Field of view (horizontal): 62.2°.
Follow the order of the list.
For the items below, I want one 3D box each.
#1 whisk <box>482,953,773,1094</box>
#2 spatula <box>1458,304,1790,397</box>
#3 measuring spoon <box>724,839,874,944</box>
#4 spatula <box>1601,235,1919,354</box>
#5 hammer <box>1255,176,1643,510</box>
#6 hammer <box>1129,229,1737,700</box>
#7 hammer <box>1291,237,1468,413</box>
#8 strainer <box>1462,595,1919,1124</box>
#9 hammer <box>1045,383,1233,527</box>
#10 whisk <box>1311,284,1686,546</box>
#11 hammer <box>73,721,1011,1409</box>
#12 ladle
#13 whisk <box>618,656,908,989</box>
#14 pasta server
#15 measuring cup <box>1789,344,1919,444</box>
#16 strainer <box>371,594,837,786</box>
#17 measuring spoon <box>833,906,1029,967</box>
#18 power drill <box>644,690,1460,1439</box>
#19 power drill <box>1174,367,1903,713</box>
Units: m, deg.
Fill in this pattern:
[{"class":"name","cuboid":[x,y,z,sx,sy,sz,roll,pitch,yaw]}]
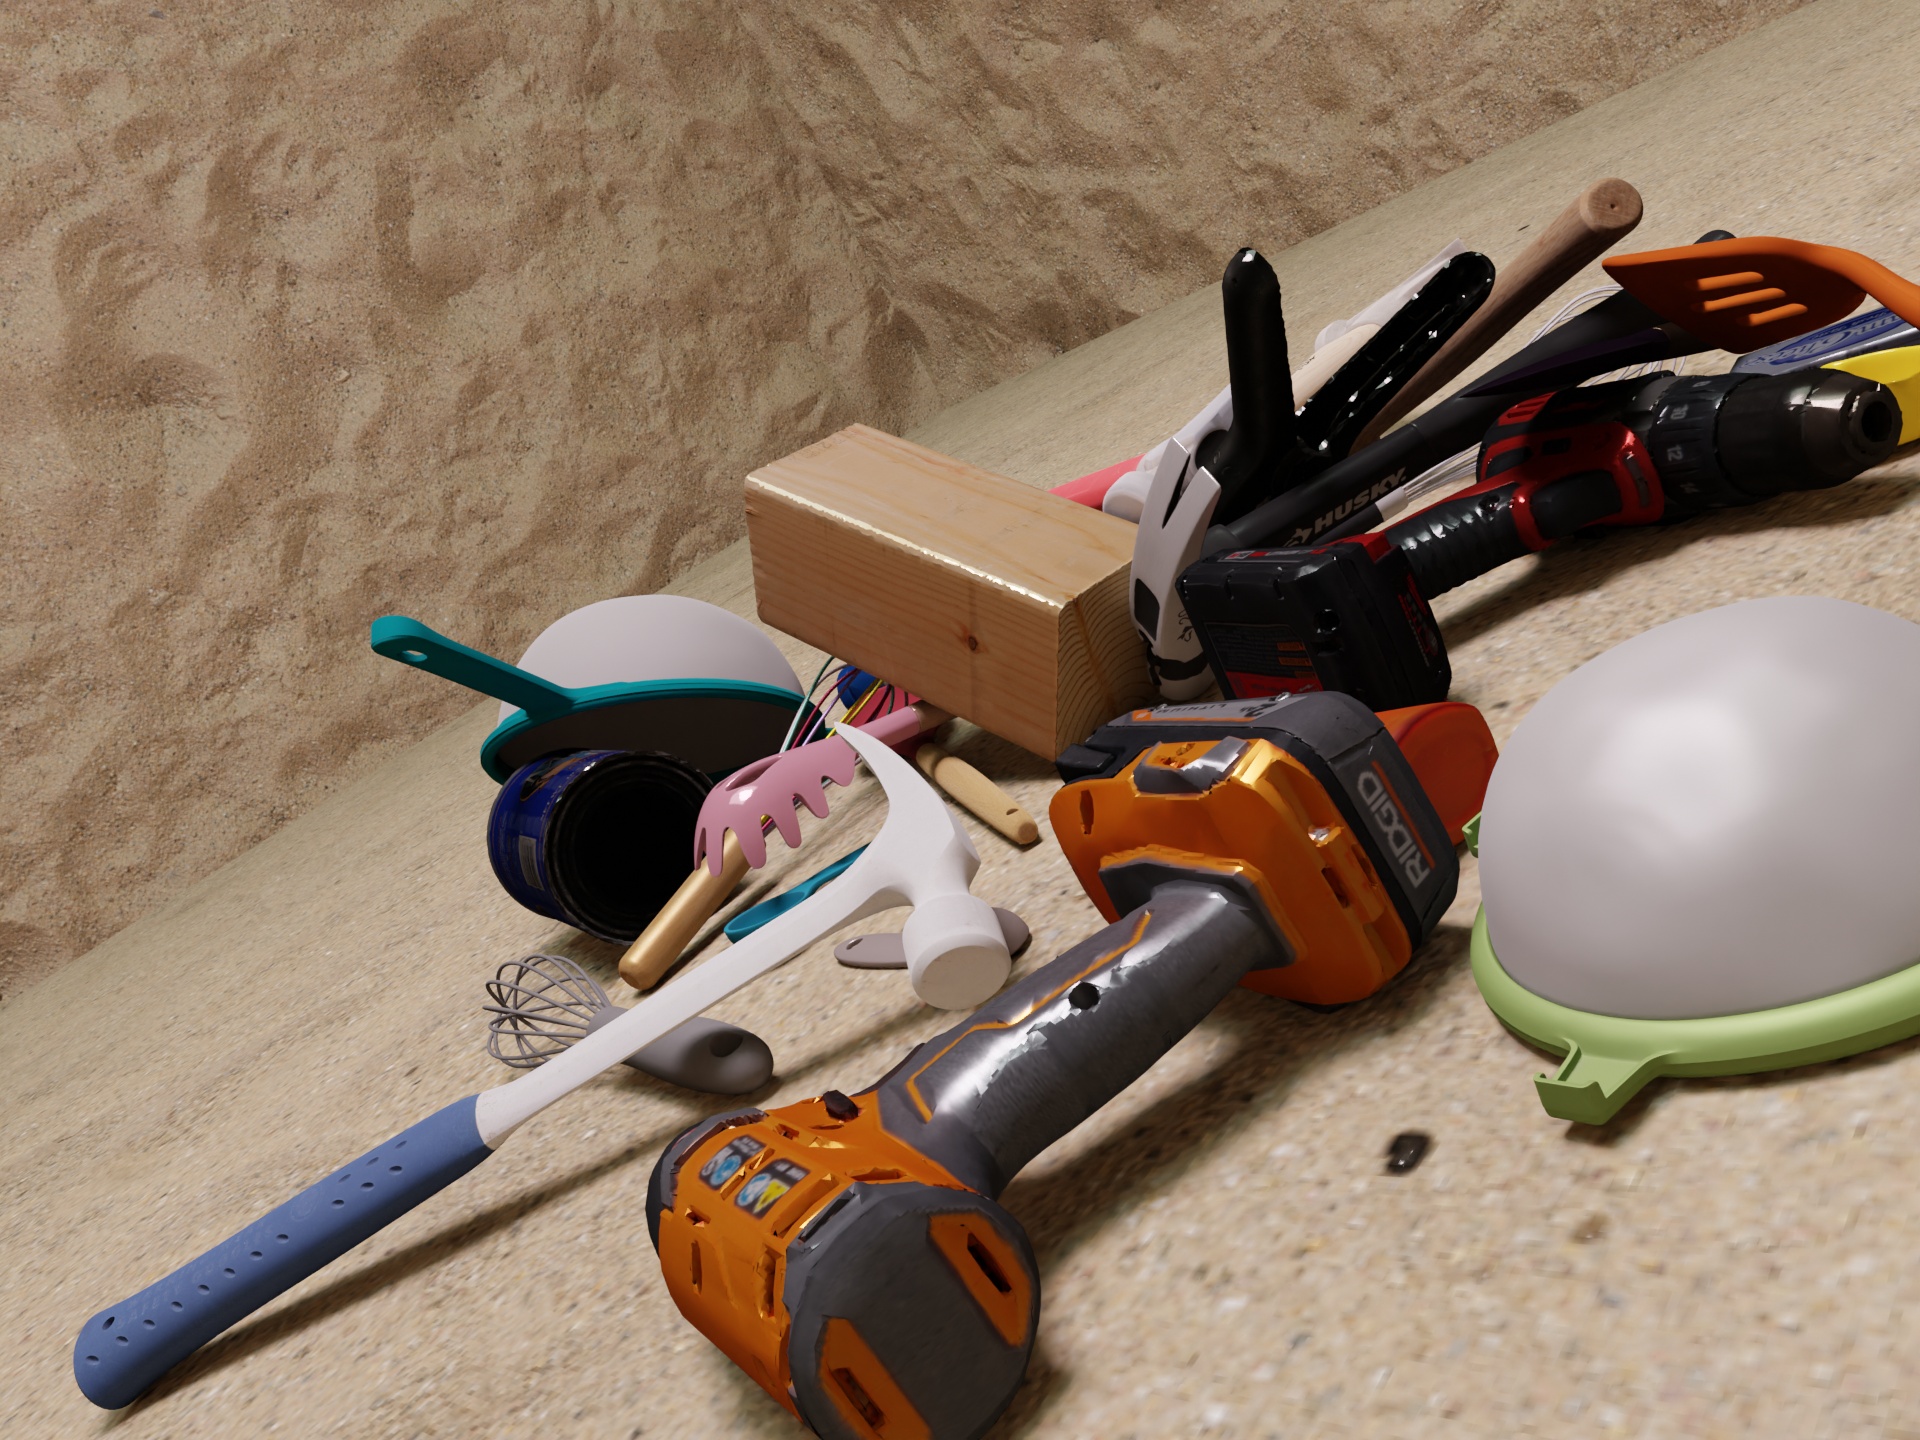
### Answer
[{"class":"whisk","cuboid":[-0.145,0.132,0.677,0.055,0.055,0.239,-38,21,-33]},{"class":"spatula","cuboid":[0.319,-0.170,0.711,0.316,0.018,0.060,-20,6,-39]},{"class":"measuring spoon","cuboid":[-0.056,0.079,0.752,0.128,0.021,0.042,-29,9,-41]},{"class":"spatula","cuboid":[0.329,-0.114,0.509,0.041,0.081,0.323,-59,24,17]},{"class":"hammer","cuboid":[0.246,-0.184,0.855,0.130,0.031,0.331,-38,-3,-21]},{"class":"hammer","cuboid":[0.222,-0.136,0.729,0.335,0.146,0.035,-31,58,-8]},{"class":"hammer","cuboid":[0.141,-0.142,0.924,0.410,0.038,0.146,-40,5,-21]},{"class":"strainer","cuboid":[0.230,-0.008,0.366,0.256,0.069,0.151,-26,14,19]},{"class":"hammer","cuboid":[0.023,-0.117,0.947,0.143,0.038,0.386,-46,19,-31]},{"class":"whisk","cuboid":[0.249,-0.134,0.829,0.284,0.070,0.070,-33,13,7]},{"class":"hammer","cuboid":[-0.169,0.142,0.603,0.405,0.035,0.144,-32,36,9]},{"class":"ladle","cuboid":[-0.010,0.022,0.834,0.069,0.031,0.315,-28,15,-8]},{"class":"whisk","cuboid":[-0.098,0.043,0.835,0.047,0.051,0.245,-8,36,46]},{"class":"pasta server","cuboid":[-0.001,-0.003,0.820,0.316,0.040,0.060,-25,16,-30]},{"class":"measuring cup","cuboid":[0.398,-0.136,0.607,0.156,0.029,0.062,-16,16,7]},{"class":"strainer","cuboid":[-0.221,-0.037,0.943,0.211,0.095,0.340,-16,-20,21]},{"class":"measuring spoon","cuboid":[-0.019,0.086,0.634,0.034,0.018,0.124,-38,16,-34]},{"class":"power drill","cuboid":[0.013,0.087,0.444,0.226,0.084,0.164,-39,15,-25]},{"class":"power drill","cuboid":[0.219,-0.072,0.616,0.226,0.080,0.188,-29,13,-15]}]
